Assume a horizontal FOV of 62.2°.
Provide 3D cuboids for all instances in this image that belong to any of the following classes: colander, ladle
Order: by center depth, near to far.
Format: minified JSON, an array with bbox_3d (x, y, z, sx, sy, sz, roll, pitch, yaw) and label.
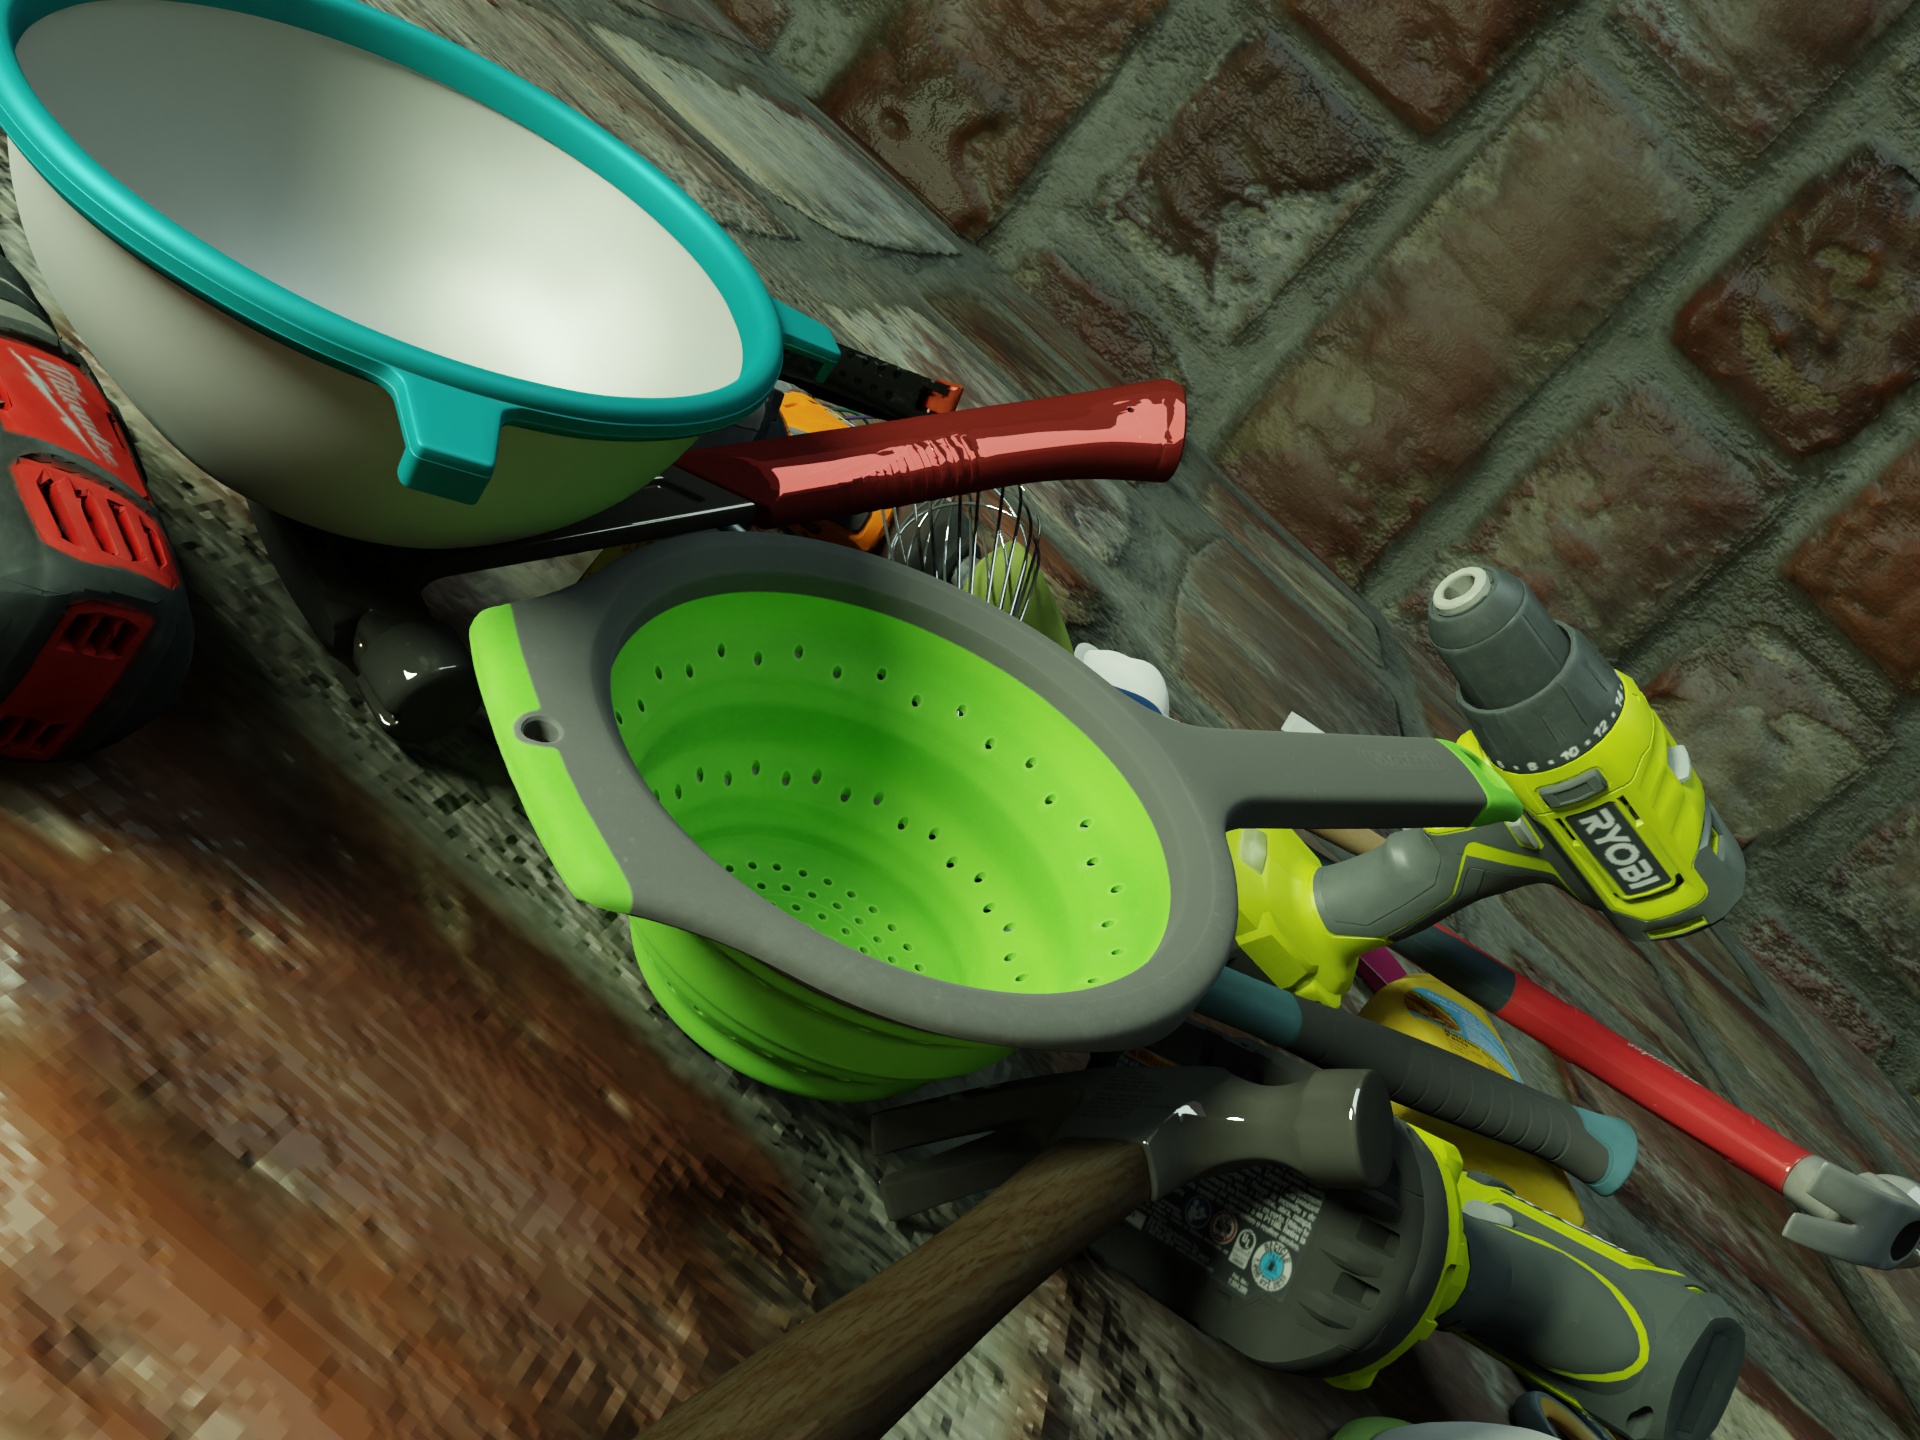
[{"bbox_3d":[0.035,0.044,0.510,0.396,0.094,0.205,3,39,-37],"label":"colander"},{"bbox_3d":[0.126,0.007,0.782,0.320,0.062,0.078,27,16,-30],"label":"ladle"}]

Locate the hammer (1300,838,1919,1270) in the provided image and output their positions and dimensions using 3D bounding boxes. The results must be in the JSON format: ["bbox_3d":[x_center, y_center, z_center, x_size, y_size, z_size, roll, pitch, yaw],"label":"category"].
[{"bbox_3d":[0.254,0.128,0.759,0.143,0.038,0.387,23,7,-43],"label":"hammer"}]

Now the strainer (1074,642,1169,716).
[{"bbox_3d":[0.059,-0.026,0.907,0.258,0.050,0.087,17,48,-49],"label":"strainer"}]

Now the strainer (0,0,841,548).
[{"bbox_3d":[-0.213,-0.153,0.450,0.340,0.095,0.211,37,30,6],"label":"strainer"}]

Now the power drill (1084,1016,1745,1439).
[{"bbox_3d":[0.138,0.171,0.539,0.223,0.080,0.171,30,-7,-39],"label":"power drill"}]

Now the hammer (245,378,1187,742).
[{"bbox_3d":[-0.060,-0.093,0.571,0.359,0.036,0.149,-16,58,-35],"label":"hammer"}]

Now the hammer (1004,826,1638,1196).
[{"bbox_3d":[0.147,0.130,0.659,0.331,0.033,0.128,24,23,-15],"label":"hammer"}]

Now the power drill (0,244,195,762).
[{"bbox_3d":[-0.277,-0.086,0.310,0.226,0.080,0.188,19,30,-56],"label":"power drill"}]

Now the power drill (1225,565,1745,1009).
[{"bbox_3d":[0.190,0.041,0.688,0.190,0.228,0.080,46,38,-24],"label":"power drill"}]

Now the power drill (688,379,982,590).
[{"bbox_3d":[-0.082,-0.110,0.716,0.164,0.084,0.226,36,13,22],"label":"power drill"}]

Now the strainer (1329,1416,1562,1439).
[{"bbox_3d":[0.145,0.240,0.454,0.256,0.069,0.152,34,20,-28],"label":"strainer"}]

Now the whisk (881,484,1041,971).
[{"bbox_3d":[-0.002,-0.002,0.608,0.070,0.070,0.285,30,44,-33],"label":"whisk"}]

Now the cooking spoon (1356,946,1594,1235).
[{"bbox_3d":[0.279,0.203,0.889,0.068,0.017,0.319,23,26,-44],"label":"cooking spoon"}]

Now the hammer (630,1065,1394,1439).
[{"bbox_3d":[-0.026,0.132,0.321,0.331,0.130,0.031,-14,95,-57],"label":"hammer"}]

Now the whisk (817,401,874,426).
[{"bbox_3d":[-0.106,-0.155,0.876,0.047,0.051,0.245,24,16,23],"label":"whisk"}]

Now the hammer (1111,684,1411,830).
[{"bbox_3d":[0.106,0.000,0.862,0.405,0.035,0.144,16,15,-36],"label":"hammer"}]
